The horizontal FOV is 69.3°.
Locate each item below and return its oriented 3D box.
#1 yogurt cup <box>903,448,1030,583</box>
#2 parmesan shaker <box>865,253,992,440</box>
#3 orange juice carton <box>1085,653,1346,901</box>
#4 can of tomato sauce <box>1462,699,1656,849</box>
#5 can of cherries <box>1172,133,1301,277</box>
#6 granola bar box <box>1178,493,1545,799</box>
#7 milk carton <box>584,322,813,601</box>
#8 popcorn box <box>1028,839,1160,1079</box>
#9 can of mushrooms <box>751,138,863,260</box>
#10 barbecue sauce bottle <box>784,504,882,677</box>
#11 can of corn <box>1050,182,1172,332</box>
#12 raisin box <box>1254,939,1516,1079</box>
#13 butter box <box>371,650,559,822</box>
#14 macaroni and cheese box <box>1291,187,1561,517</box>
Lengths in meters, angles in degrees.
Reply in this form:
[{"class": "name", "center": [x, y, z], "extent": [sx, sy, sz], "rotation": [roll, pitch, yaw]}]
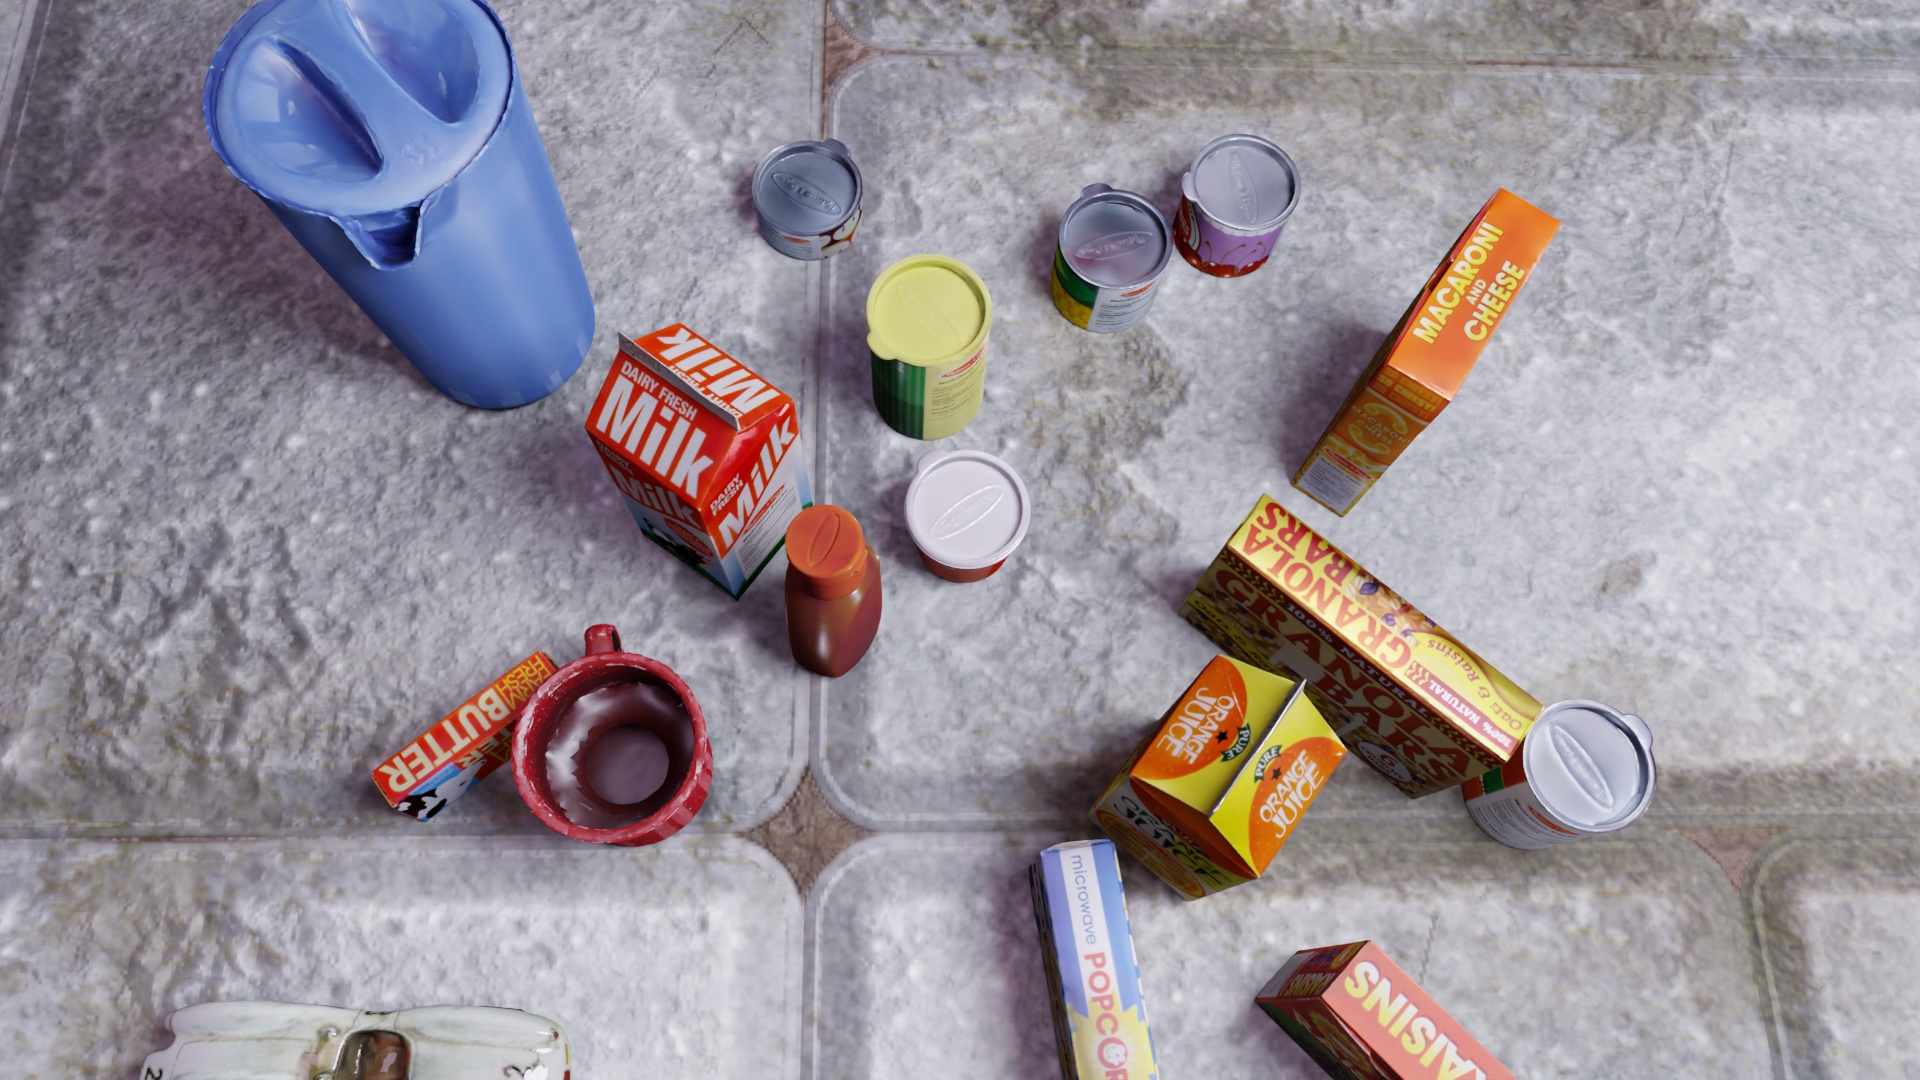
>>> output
[{"class": "yogurt cup", "center": [0.003, -0.010, 0.769], "extent": [0.072, 0.053, 0.072], "rotation": [1, 71, -2]}, {"class": "parmesan shaker", "center": [-0.021, -0.104, 0.775], "extent": [0.071, 0.102, 0.071], "rotation": [1, 71, -2]}, {"class": "orange juice carton", "center": [0.119, 0.114, 0.658], "extent": [0.073, 0.192, 0.072], "rotation": [38, 74, 10]}, {"class": "can of tomato sauce", "center": [0.309, 0.122, 0.722], "extent": [0.071, 0.083, 0.071], "rotation": [1, 71, -2]}, {"class": "can of cherries", "center": [0.163, -0.202, 0.841], "extent": [0.071, 0.058, 0.071], "rotation": [1, 71, -2]}, {"class": "granola bar box", "center": [0.198, 0.060, 0.717], "extent": [0.166, 0.123, 0.039], "rotation": [39, 74, 10]}, {"class": "milk carton", "center": [-0.129, -0.043, 0.702], "extent": [0.072, 0.190, 0.073], "rotation": [35, 73, 9]}, {"class": "popcorn box", "center": [0.064, 0.214, 0.677], "extent": [0.038, 0.085, 0.127], "rotation": [-8, 71, -5]}, {"class": "can of mushrooms", "center": [-0.091, -0.208, 0.845], "extent": [0.071, 0.033, 0.071], "rotation": [1, 71, -2]}, {"class": "barbecue sauce bottle", "center": [-0.065, 0.024, 0.704], "extent": [0.044, 0.148, 0.065], "rotation": [22, 72, 5]}, {"class": "can of corn", "center": [0.087, -0.167, 0.826], "extent": [0.071, 0.058, 0.071], "rotation": [1, 71, -2]}, {"class": "raisin box", "center": [0.195, 0.234, 0.656], "extent": [0.040, 0.123, 0.086], "rotation": [-42, 78, -15]}, {"class": "butter box", "center": [-0.247, 0.101, 0.719], "extent": [0.104, 0.053, 0.024], "rotation": [-38, 77, -14]}, {"class": "macaroni and cheese box", "center": [0.245, -0.096, 0.751], "extent": [0.040, 0.166, 0.124], "rotation": [34, 73, 9]}]
